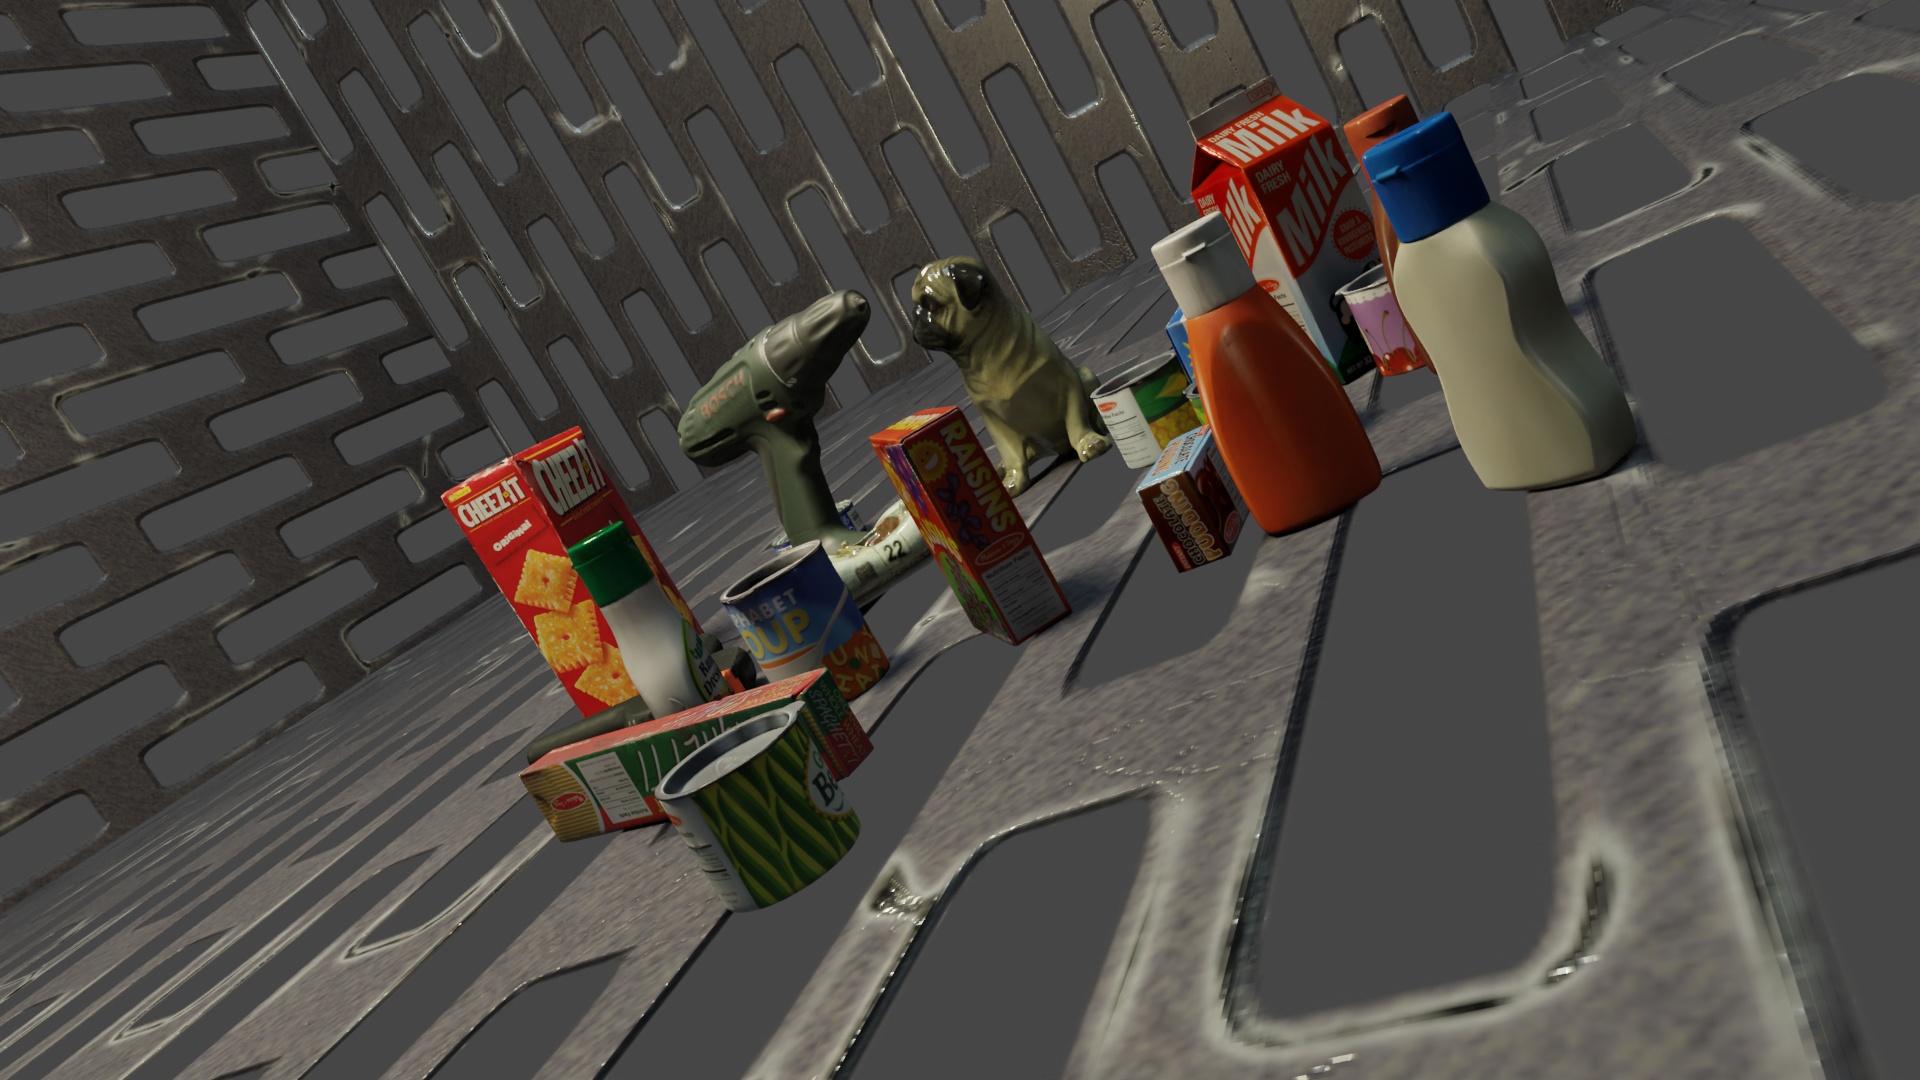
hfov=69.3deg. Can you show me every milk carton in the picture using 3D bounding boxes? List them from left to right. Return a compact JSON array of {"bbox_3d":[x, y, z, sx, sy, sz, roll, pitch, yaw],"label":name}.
[{"bbox_3d":[0.215,-0.198,0.895,0.072,0.190,0.073,-32,11,-14],"label":"milk carton"}]

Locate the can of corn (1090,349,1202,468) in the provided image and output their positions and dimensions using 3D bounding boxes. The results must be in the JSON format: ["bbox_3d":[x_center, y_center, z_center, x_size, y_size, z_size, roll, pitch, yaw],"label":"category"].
[{"bbox_3d":[0.134,-0.091,0.960,0.071,0.058,0.071,-28,10,6],"label":"can of corn"}]

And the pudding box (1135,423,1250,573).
[{"bbox_3d":[0.121,-0.023,0.704,0.030,0.049,0.084,-24,12,27],"label":"pudding box"}]

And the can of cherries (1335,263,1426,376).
[{"bbox_3d":[0.269,-0.137,0.831,0.071,0.058,0.071,-28,10,6],"label":"can of cherries"}]

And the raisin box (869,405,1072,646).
[{"bbox_3d":[0.003,-0.009,0.741,0.040,0.123,0.086,-31,10,-10],"label":"raisin box"}]

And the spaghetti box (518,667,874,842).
[{"bbox_3d":[-0.146,0.117,0.730,0.249,0.050,0.029,-20,14,40],"label":"spaghetti box"}]

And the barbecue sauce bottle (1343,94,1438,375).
[{"bbox_3d":[0.257,-0.168,0.760,0.064,0.148,0.044,-24,11,25],"label":"barbecue sauce bottle"}]

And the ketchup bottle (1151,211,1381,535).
[{"bbox_3d":[0.139,-0.079,0.651,0.064,0.148,0.044,-26,11,14],"label":"ketchup bottle"}]

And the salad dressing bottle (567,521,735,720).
[{"bbox_3d":[-0.175,0.060,0.804,0.044,0.147,0.064,-28,10,7],"label":"salad dressing bottle"}]

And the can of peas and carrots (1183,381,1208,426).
[{"bbox_3d":[0.167,-0.071,0.781,0.071,0.058,0.071,-28,10,6],"label":"can of peas and carrots"}]

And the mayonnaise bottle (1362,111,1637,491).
[{"bbox_3d":[0.204,-0.092,0.540,0.041,0.148,0.064,-34,12,-28],"label":"mayonnaise bottle"}]

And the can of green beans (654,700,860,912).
[{"bbox_3d":[-0.083,0.111,0.576,0.071,0.057,0.071,-28,10,6],"label":"can of green beans"}]

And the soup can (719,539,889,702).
[{"bbox_3d":[-0.090,0.053,0.795,0.071,0.083,0.071,-28,10,6],"label":"soup can"}]

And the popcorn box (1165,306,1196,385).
[{"bbox_3d":[0.179,-0.126,0.934,0.038,0.085,0.127,-25,11,23],"label":"popcorn box"}]
